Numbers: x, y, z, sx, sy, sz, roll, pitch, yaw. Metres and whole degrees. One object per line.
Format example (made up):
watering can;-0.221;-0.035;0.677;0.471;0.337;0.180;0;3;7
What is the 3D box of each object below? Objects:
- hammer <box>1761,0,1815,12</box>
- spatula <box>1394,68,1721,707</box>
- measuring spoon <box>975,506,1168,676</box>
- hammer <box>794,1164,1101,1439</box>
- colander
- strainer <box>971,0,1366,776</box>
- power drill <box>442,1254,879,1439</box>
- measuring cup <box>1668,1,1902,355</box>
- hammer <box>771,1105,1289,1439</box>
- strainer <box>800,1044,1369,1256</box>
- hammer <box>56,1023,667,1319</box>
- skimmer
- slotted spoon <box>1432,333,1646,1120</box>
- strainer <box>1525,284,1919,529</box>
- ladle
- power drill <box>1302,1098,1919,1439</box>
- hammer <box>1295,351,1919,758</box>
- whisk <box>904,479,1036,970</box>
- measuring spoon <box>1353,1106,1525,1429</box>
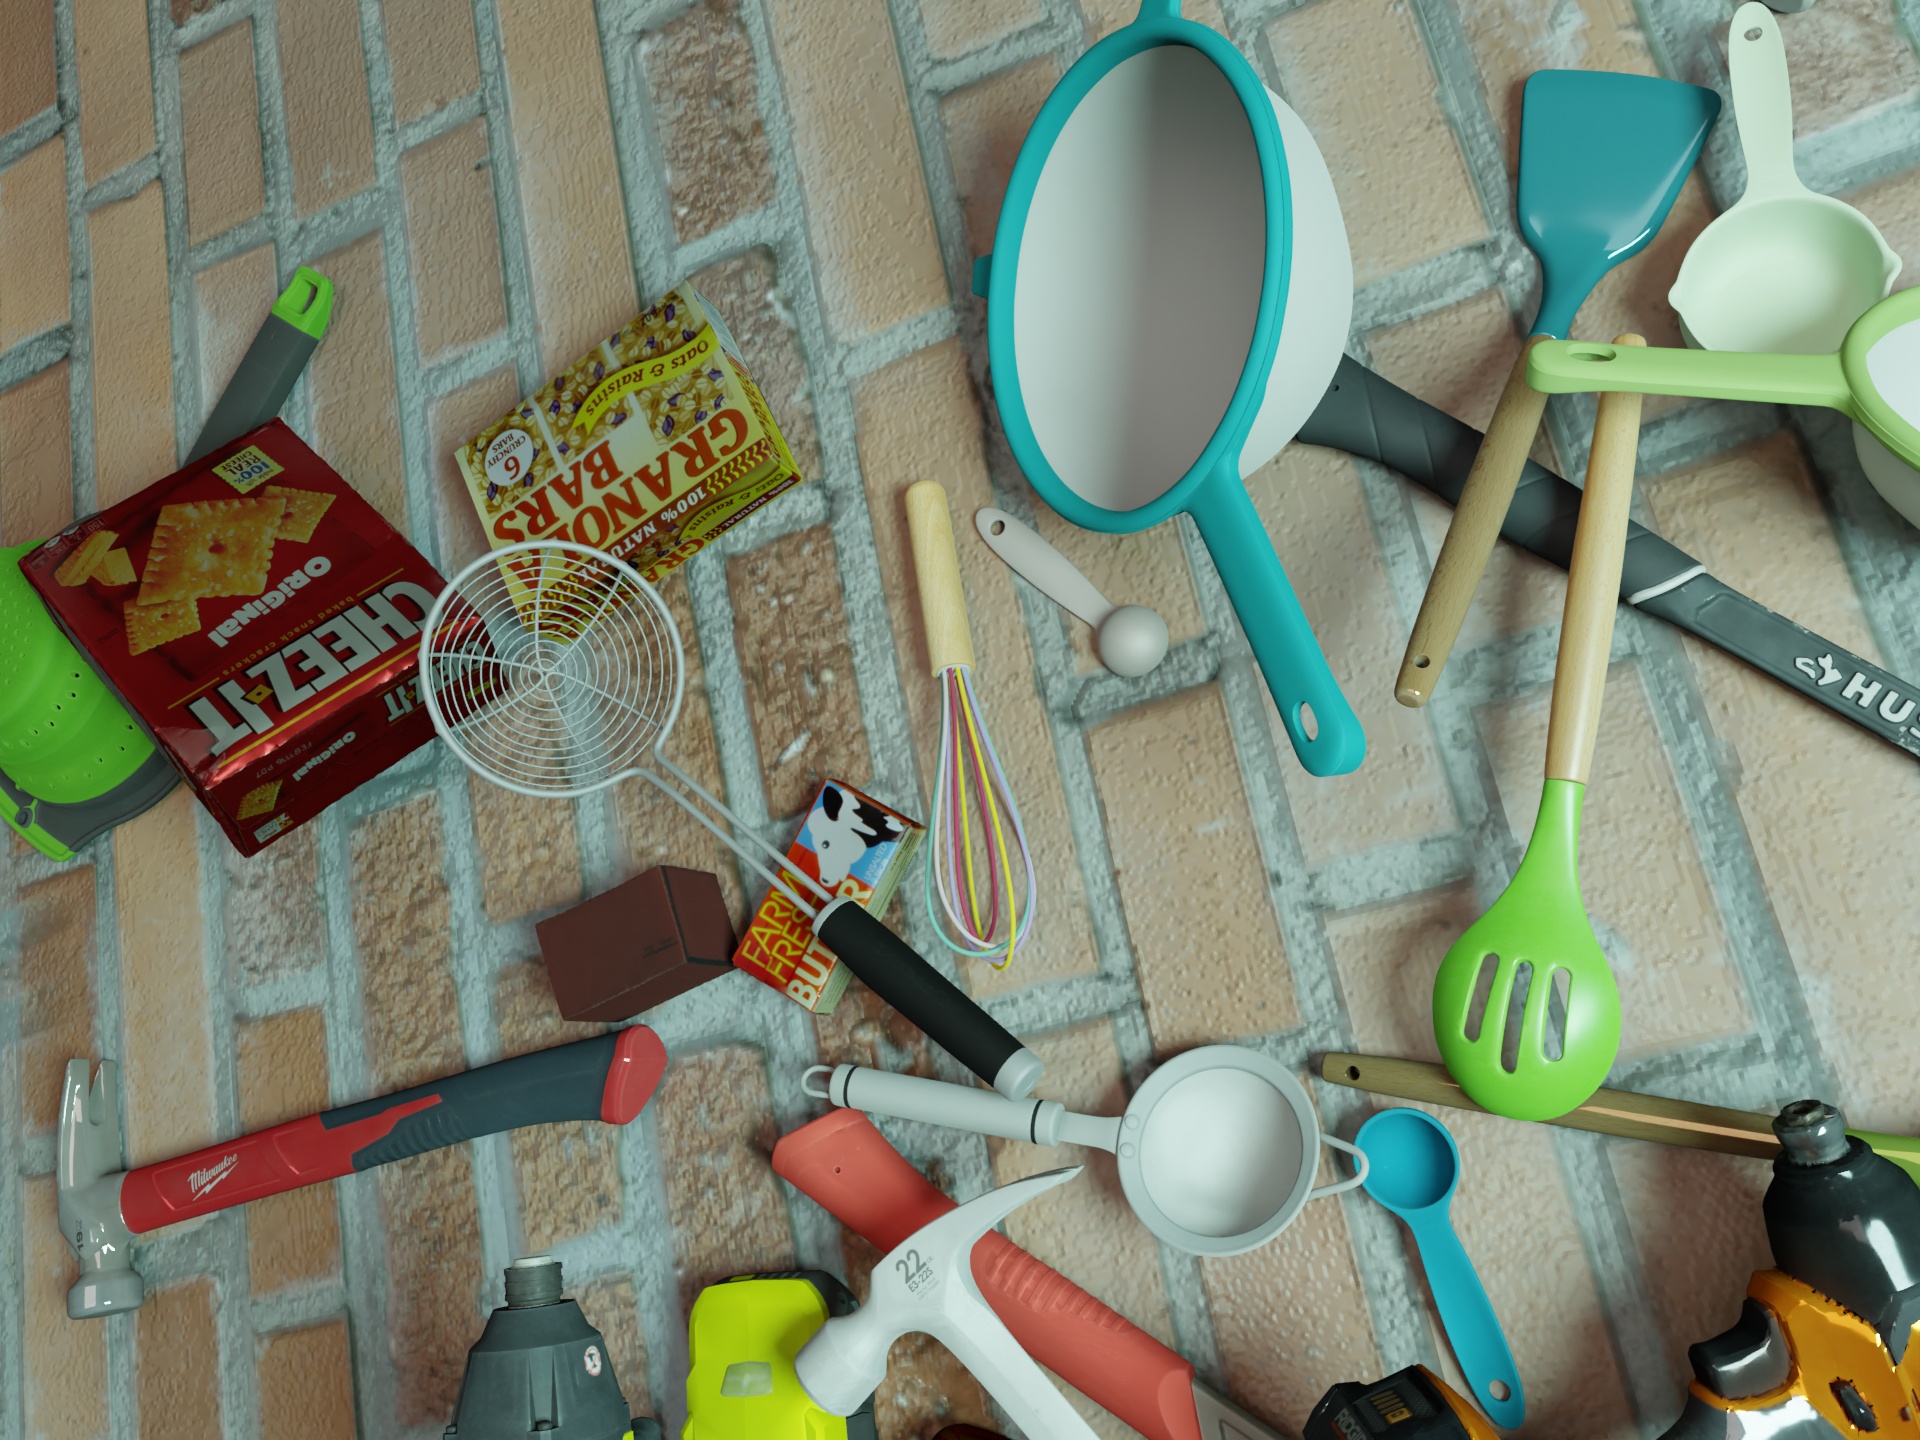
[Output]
hammer;0.492;-0.275;0.603;0.335;0.035;0.146;42;97;25
spatula;0.231;-0.142;0.650;0.082;0.044;0.318;17;65;21
measuring spoon;0.048;-0.066;0.754;0.124;0.018;0.034;43;97;25
hammer;0.114;0.345;0.586;0.406;0.035;0.144;44;97;21
colander;-0.508;-0.111;0.956;0.205;0.094;0.397;31;92;25
strainer;0.121;-0.131;0.670;0.211;0.095;0.341;-50;52;50
power drill;-0.115;0.294;0.632;0.080;0.223;0.171;-11;75;20
measuring cup;0.333;-0.215;0.657;0.083;0.038;0.168;-4;75;22
hammer;0.063;0.278;0.664;0.359;0.036;0.149;27;91;25
strainer;0.046;0.174;0.684;0.258;0.050;0.087;5;64;23
hammer;-0.329;0.208;0.844;0.386;0.038;0.143;-19;70;18
skimmer;-0.107;0.043;0.728;0.364;0.090;0.127;36;70;28
slotted spoon;0.237;-0.001;0.621;0.070;0.031;0.314;7;82;31
strainer;0.339;-0.101;0.587;0.256;0.069;0.152;7;46;13
ladle;0.297;0.153;0.597;0.320;0.062;0.078;3;89;30
power drill;0.237;0.235;0.529;0.226;0.084;0.164;-22;91;-3
hammer;0.304;-0.048;0.634;0.409;0.036;0.149;37;93;25
whisk;-0.002;-0.002;0.752;0.051;0.047;0.245;-13;69;9
measuring spoon;0.197;0.216;0.636;0.042;0.021;0.129;-25;79;26
